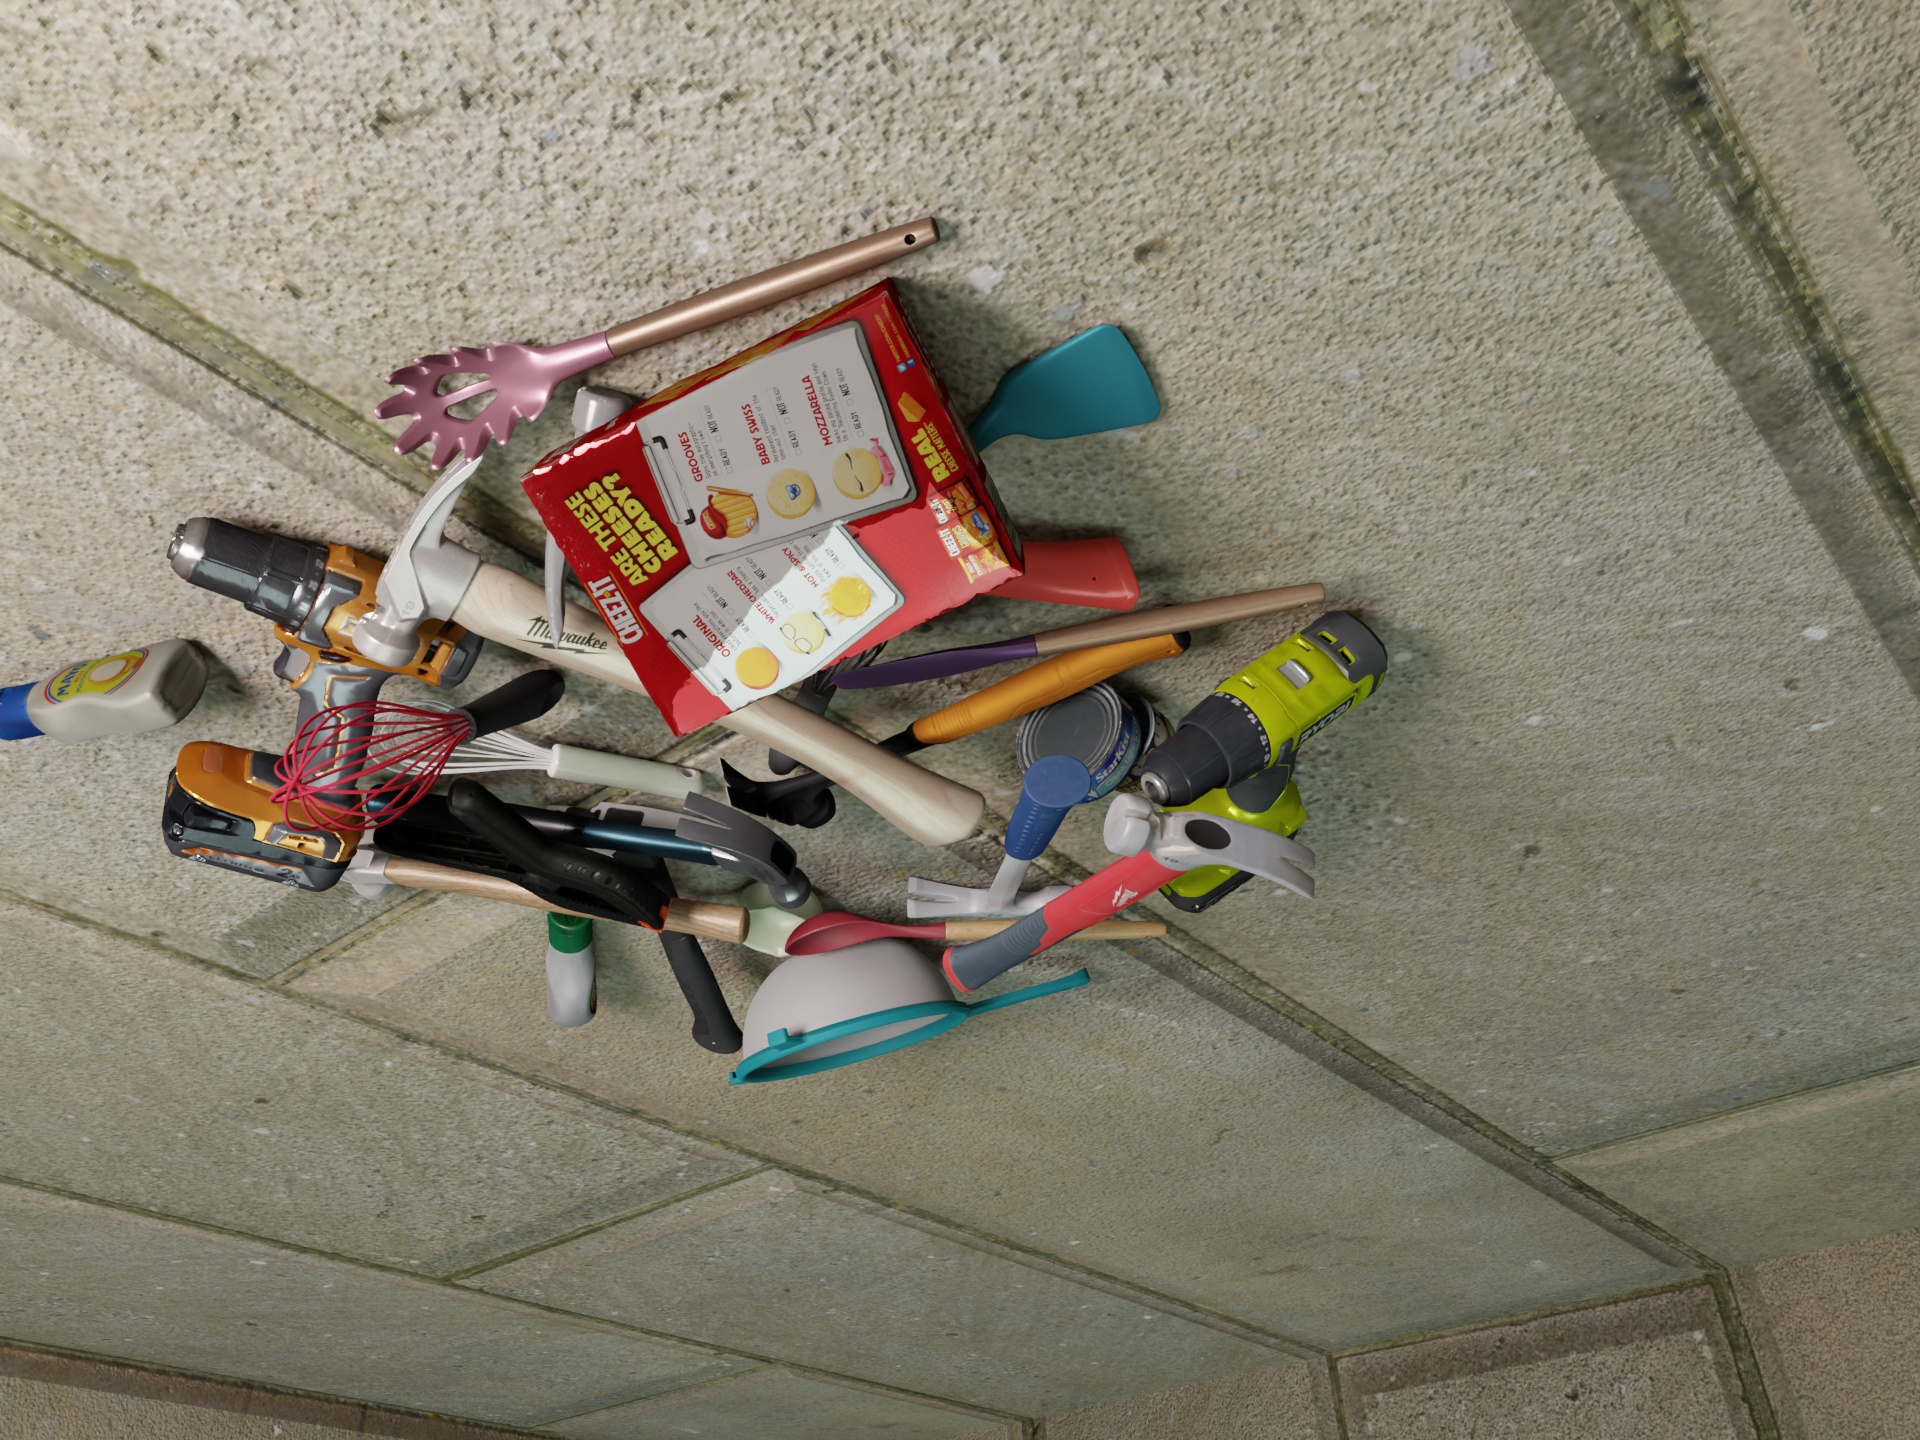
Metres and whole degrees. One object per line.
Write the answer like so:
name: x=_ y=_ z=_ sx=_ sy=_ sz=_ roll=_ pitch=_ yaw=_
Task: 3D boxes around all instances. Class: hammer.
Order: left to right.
hammer: x=-0.326 y=0.131 z=1.222 sx=0.331 sy=0.031 sz=0.130 roll=9 pitch=160 yaw=3
hammer: x=-0.279 y=0.081 z=1.157 sx=0.331 sy=0.033 sz=0.128 roll=6 pitch=153 yaw=15
hammer: x=-0.229 y=0.183 z=1.324 sx=0.146 sy=0.035 sz=0.334 roll=3 pitch=139 yaw=12
hammer: x=-0.154 y=-0.024 z=1.001 sx=0.410 sy=0.038 sz=0.146 roll=26 pitch=111 yaw=-24
hammer: x=-0.062 y=-0.095 z=0.953 sx=0.359 sy=0.037 sz=0.149 roll=7 pitch=112 yaw=-20
hammer: x=-0.002 y=-0.004 z=1.097 sx=0.337 sy=0.034 sz=0.127 roll=-23 pitch=159 yaw=19
hammer: x=0.039 y=0.099 z=1.178 sx=0.144 sy=0.035 sz=0.405 roll=2 pitch=162 yaw=-4
hammer: x=0.093 y=0.142 z=1.144 sx=0.143 sy=0.038 sz=0.386 roll=16 pitch=154 yaw=-17

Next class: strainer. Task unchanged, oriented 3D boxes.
strainer: x=-0.046 y=0.234 z=1.426 sx=0.340 sy=0.095 sz=0.211 roll=-11 pitch=162 yaw=-23

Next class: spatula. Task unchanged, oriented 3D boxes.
spatula: x=-0.034 y=-0.115 z=0.906 sx=0.317 sy=0.044 sz=0.082 roll=-37 pitch=141 yaw=4
spatula: x=0.074 y=-0.052 z=1.016 sx=0.316 sy=0.018 sz=0.059 roll=-11 pitch=168 yaw=6

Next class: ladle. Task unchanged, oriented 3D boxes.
ladle: x=0.014 y=0.174 z=1.310 sx=0.315 sy=0.031 sz=0.069 roll=0 pitch=156 yaw=-4

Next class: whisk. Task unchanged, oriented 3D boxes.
whisk: x=-0.313 y=0.008 z=0.961 sx=0.073 sy=0.296 sz=0.073 roll=3 pitch=103 yaw=13
whisk: x=-0.301 y=0.028 z=1.145 sx=0.246 sy=0.058 sz=0.059 roll=12 pitch=114 yaw=-26
whisk: x=-0.095 y=-0.022 z=1.086 sx=0.055 sy=0.055 sz=0.238 roll=10 pitch=146 yaw=-17

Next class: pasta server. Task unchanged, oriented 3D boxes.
pasta server: x=-0.160 y=-0.203 z=0.832 sx=0.316 sy=0.040 sz=0.060 roll=-15 pitch=116 yaw=15

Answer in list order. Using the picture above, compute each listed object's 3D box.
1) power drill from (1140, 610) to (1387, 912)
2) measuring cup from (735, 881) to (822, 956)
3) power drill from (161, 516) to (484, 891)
power drill: x=0.188 y=0.040 z=1.102 sx=0.190 sy=0.080 sz=0.228 roll=-32 pitch=156 yaw=-23
measuring cup: x=-0.198 y=0.160 z=1.348 sx=0.167 sy=0.038 sz=0.083 roll=6 pitch=143 yaw=4
power drill: x=-0.428 y=-0.014 z=1.000 sx=0.185 sy=0.084 sz=0.226 roll=22 pitch=113 yaw=-32
